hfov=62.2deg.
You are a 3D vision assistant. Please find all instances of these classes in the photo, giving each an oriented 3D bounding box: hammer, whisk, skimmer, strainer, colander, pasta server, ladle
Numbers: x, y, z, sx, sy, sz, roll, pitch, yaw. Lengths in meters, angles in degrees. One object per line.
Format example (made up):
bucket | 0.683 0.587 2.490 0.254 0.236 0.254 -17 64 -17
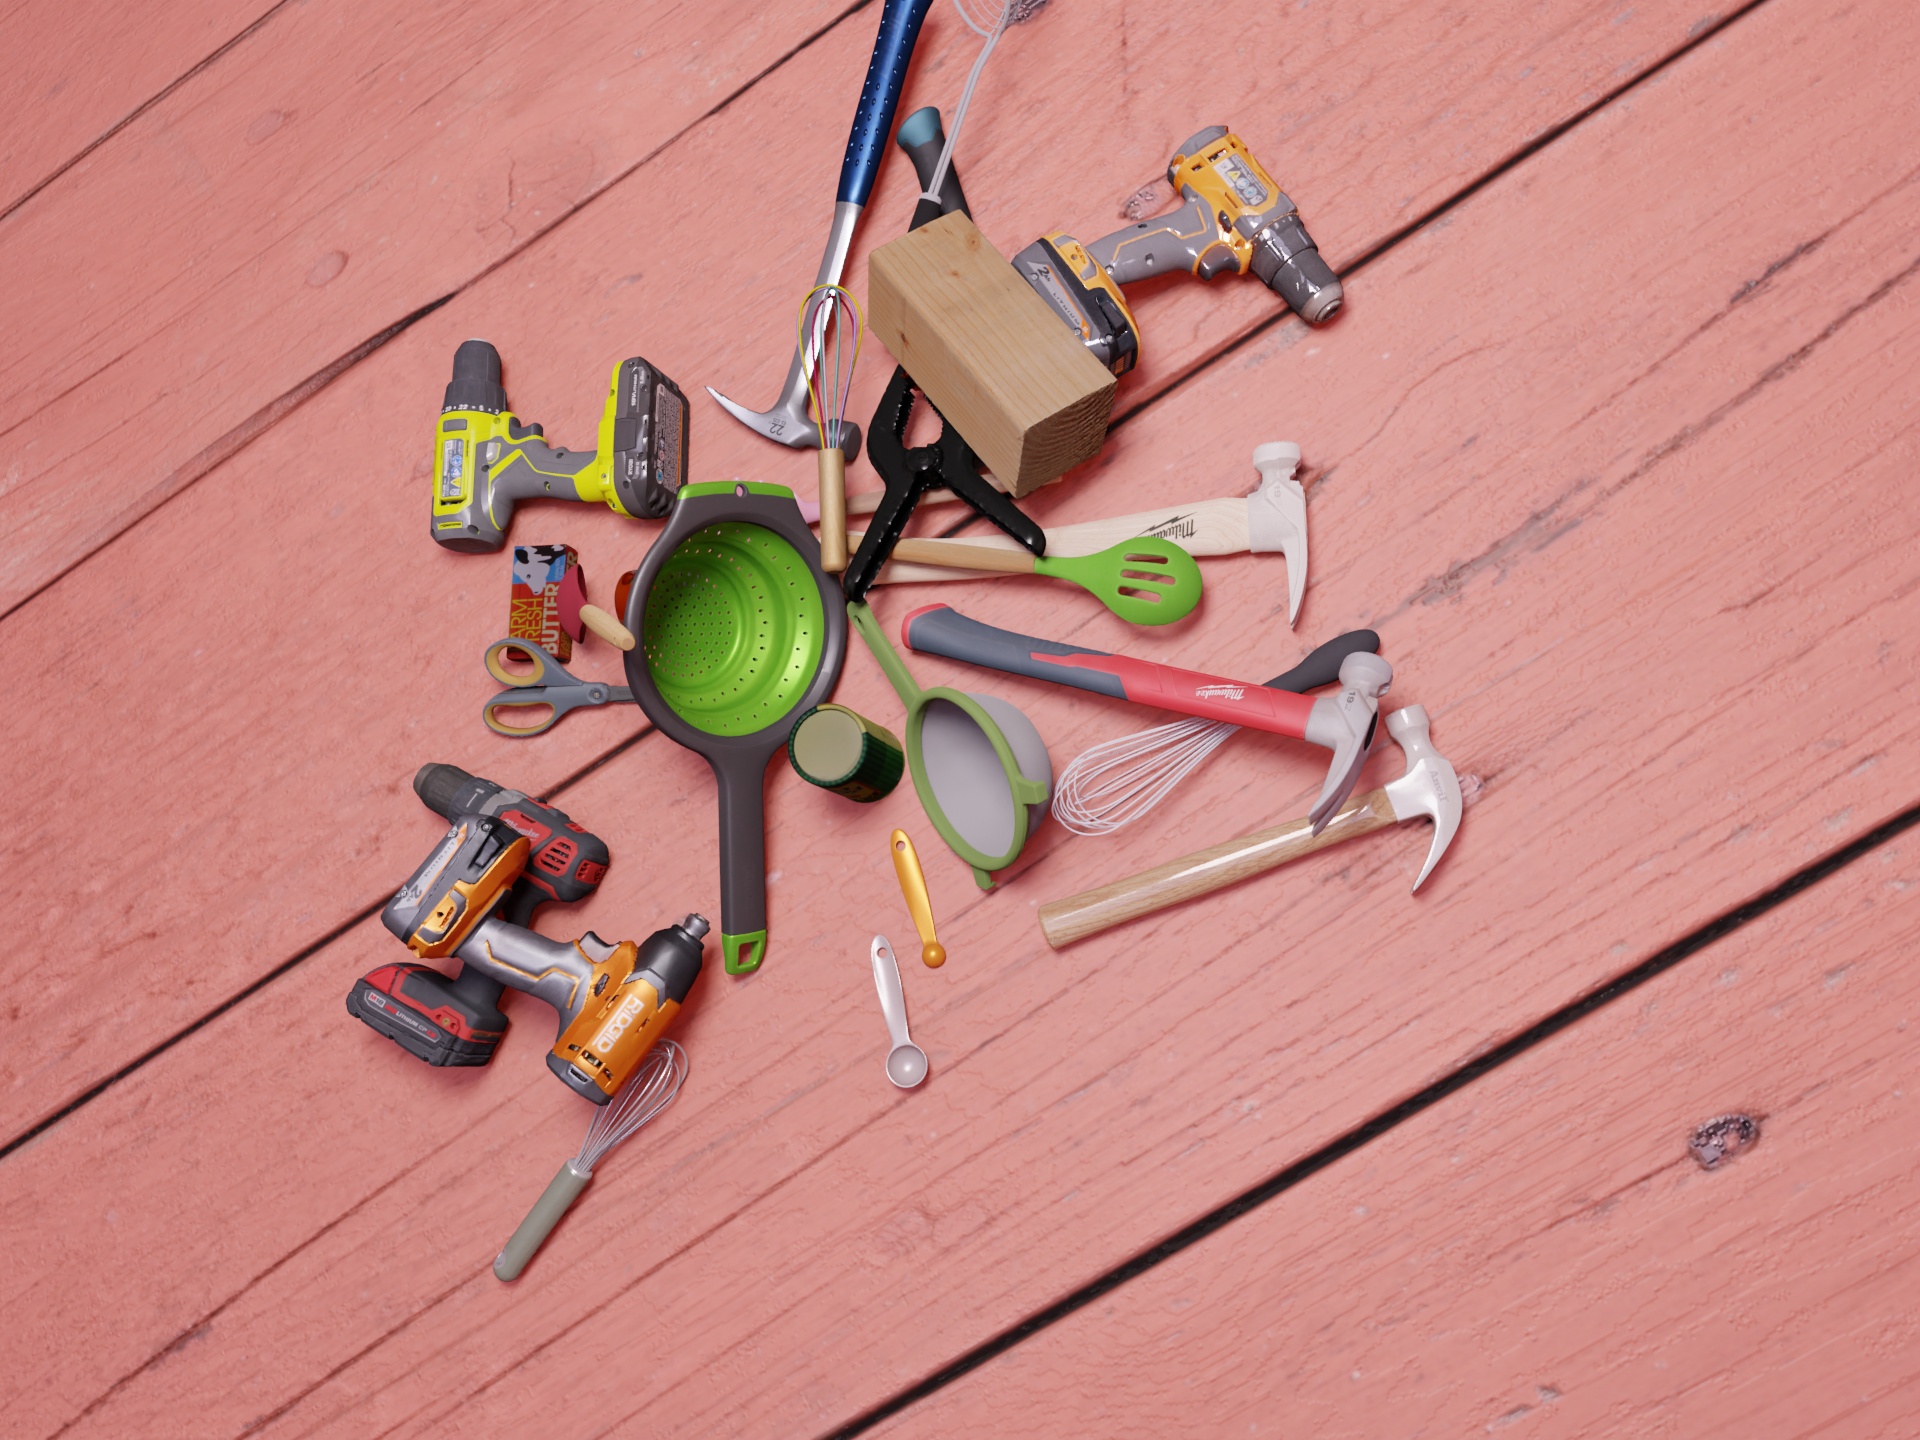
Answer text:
hammer | -0.104 -0.433 1.365 0.144 0.035 0.405 16 91 17
hammer | 0.072 -0.130 1.288 0.410 0.038 0.146 -4 80 14
whisk | -0.305 0.358 1.295 0.246 0.059 0.058 -54 29 5
hammer | 0.008 -0.372 1.348 0.128 0.033 0.331 -20 76 11
skimmer | -0.031 -0.499 1.308 0.090 0.127 0.363 16 98 -25
hammer | 0.119 -0.020 1.211 0.386 0.038 0.143 14 62 27
strainer | -0.002 -0.004 1.258 0.069 0.151 0.257 -20 64 -29
colander | -0.200 0.006 1.299 0.094 0.204 0.397 8 101 50
pasta server | -0.071 -0.185 1.322 0.316 0.040 0.060 -6 68 18
whisk | 0.196 0.005 1.224 0.284 0.070 0.070 -29 74 3
hammer | 0.218 0.106 1.210 0.331 0.031 0.130 -22 75 10
whisk | -0.102 -0.241 1.298 0.051 0.047 0.245 -13 77 53
ladle | -0.288 -0.080 1.253 0.031 0.316 0.069 -5 101 -20

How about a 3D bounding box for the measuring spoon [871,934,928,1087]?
measuring spoon | -0.050 0.231 1.268 0.034 0.018 0.124 -18 69 11

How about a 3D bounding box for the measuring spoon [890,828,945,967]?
measuring spoon | -0.036 0.142 1.279 0.021 0.011 0.117 -20 76 10

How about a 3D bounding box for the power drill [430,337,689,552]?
power drill | -0.360 -0.252 1.401 0.228 0.080 0.191 -3 80 17

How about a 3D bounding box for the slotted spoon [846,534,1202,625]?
slotted spoon | 0.035 -0.125 1.265 0.314 0.031 0.070 8 85 17

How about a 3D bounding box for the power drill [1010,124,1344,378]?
power drill | 0.175 -0.351 1.266 0.226 0.084 0.185 -33 75 -8

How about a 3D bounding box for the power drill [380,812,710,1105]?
power drill | -0.318 0.171 1.254 0.226 0.084 0.164 38 81 1

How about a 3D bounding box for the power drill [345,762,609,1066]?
power drill | -0.423 0.158 1.344 0.188 0.080 0.227 26 85 17
